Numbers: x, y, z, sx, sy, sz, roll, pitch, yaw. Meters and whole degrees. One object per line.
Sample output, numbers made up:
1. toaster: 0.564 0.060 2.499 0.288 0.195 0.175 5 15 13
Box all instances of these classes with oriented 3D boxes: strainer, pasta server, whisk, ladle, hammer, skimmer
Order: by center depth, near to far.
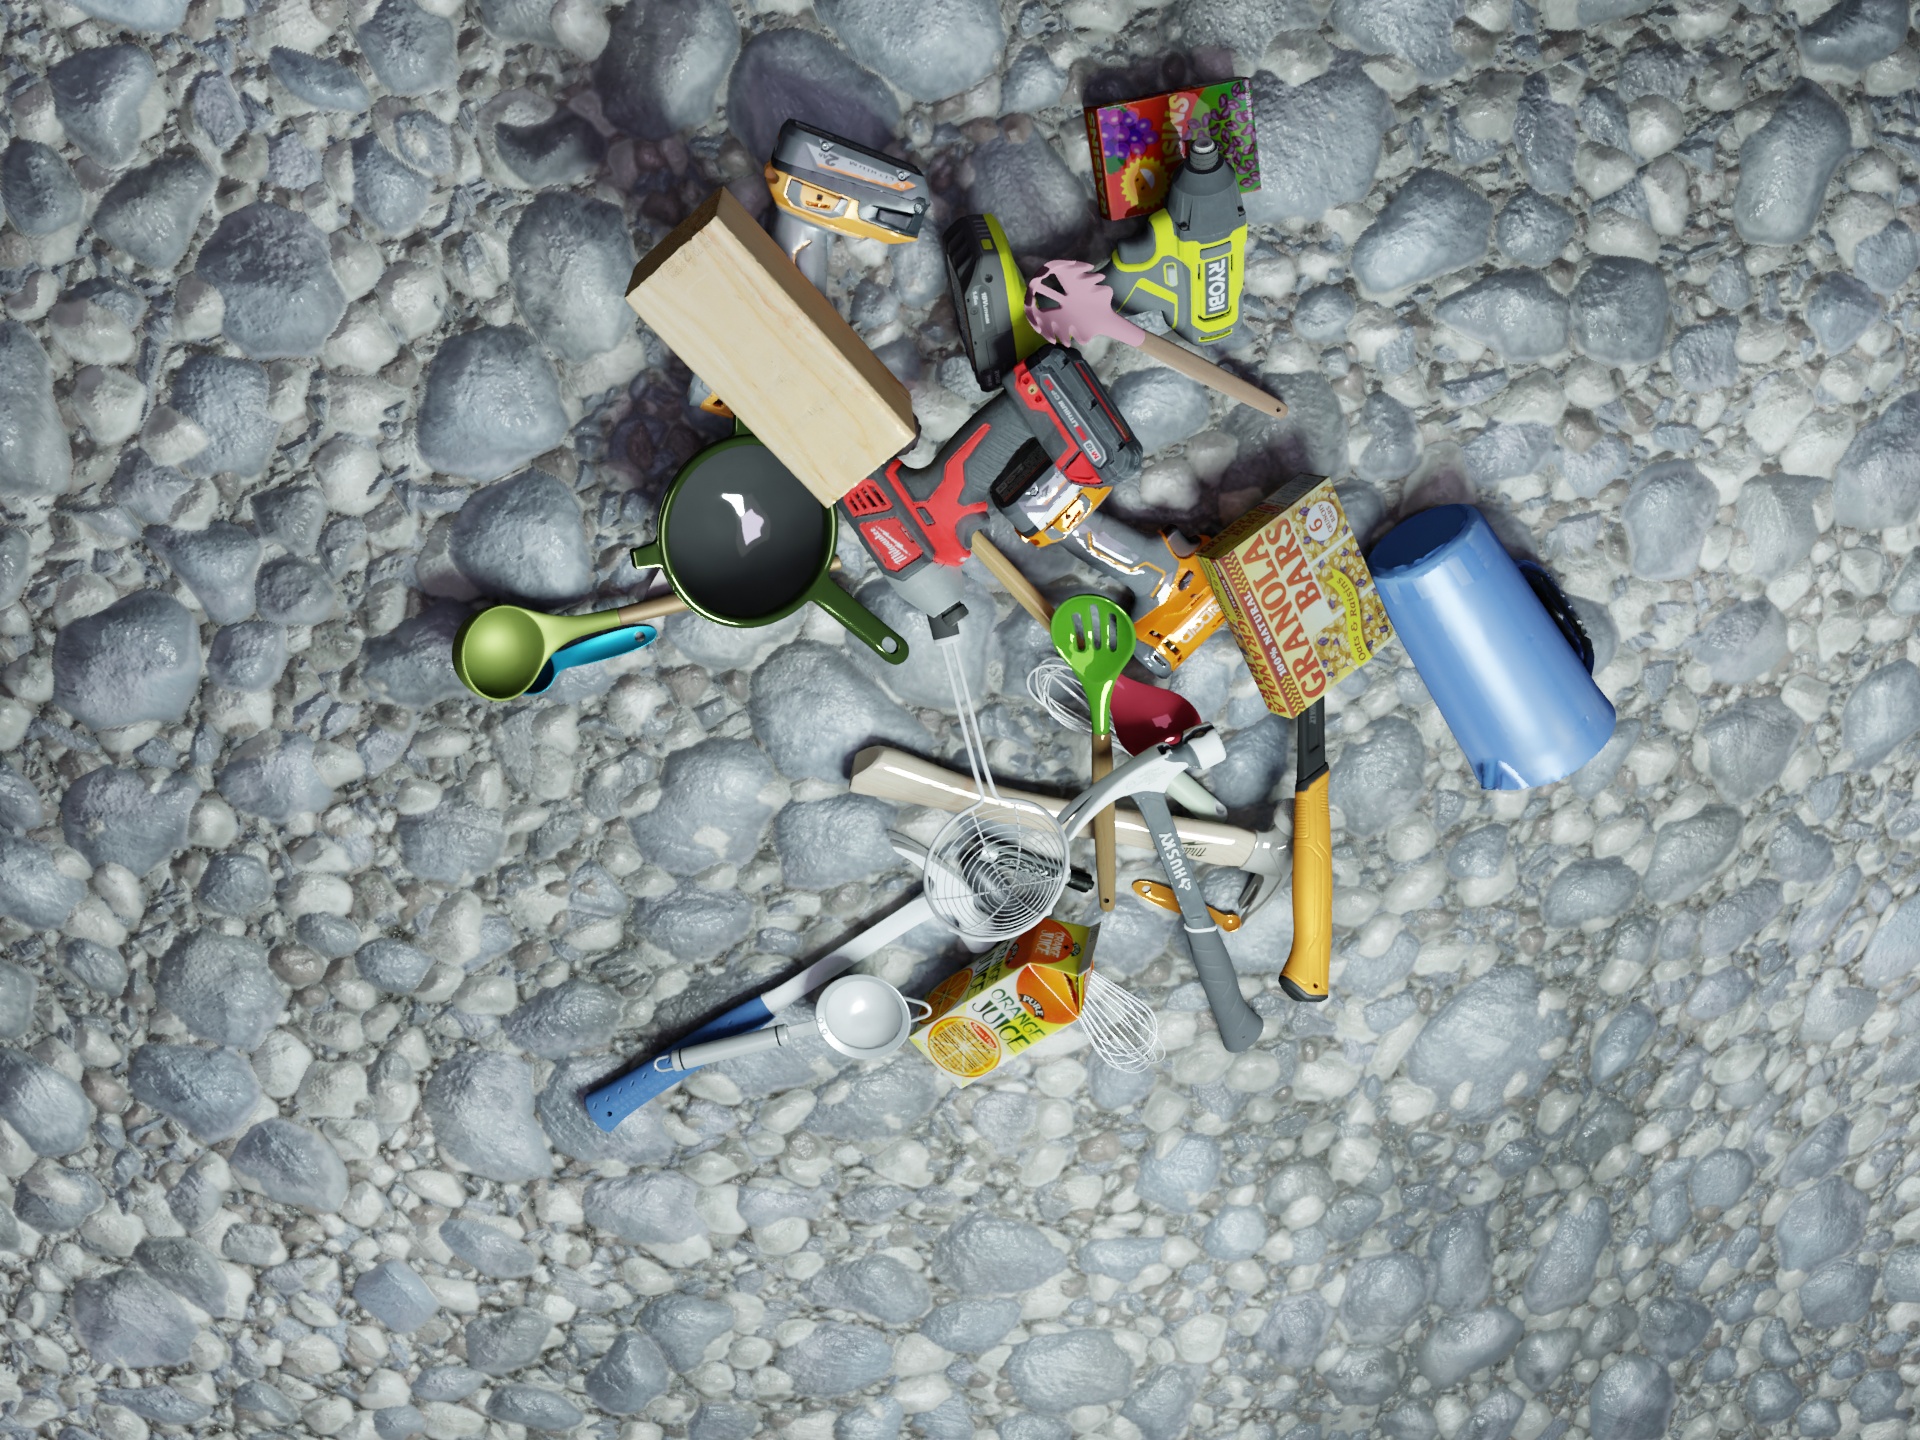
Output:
1. pasta server: 0.159 -0.283 1.225 0.316 0.040 0.060 14 111 -42
2. strainer: -0.142 -0.124 1.278 0.256 0.069 0.151 39 82 -34
3. ladle: -0.249 -0.087 1.286 0.320 0.062 0.078 -15 116 -10
4. skimmer: -0.002 -0.004 1.300 0.127 0.090 0.363 -12 97 16
5. ladle: 0.086 -0.076 1.334 0.069 0.031 0.315 -42 97 18
6. hammer: 0.312 0.075 1.382 0.127 0.034 0.337 5 82 -12
7. whisk: 0.153 0.024 1.416 0.246 0.058 0.059 39 136 -24
8. hammer: 0.101 0.094 1.426 0.410 0.038 0.146 12 131 -9
9. hammer: 0.206 0.175 1.426 0.149 0.036 0.408 -25 130 0
10. strainer: -0.152 0.278 1.427 0.258 0.050 0.086 -14 108 2
11. hammer: -0.170 0.250 1.454 0.405 0.035 0.144 -33 113 4
12. whisk: 0.094 0.227 1.481 0.070 0.070 0.284 -39 107 7

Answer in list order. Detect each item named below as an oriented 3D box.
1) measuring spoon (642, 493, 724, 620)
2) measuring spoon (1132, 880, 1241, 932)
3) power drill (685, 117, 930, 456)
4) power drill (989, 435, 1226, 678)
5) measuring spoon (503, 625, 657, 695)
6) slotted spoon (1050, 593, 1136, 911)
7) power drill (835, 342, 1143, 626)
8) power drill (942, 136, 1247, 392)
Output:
1. measuring spoon: -0.232 -0.135 1.303 0.034 0.018 0.124 21 114 -29
2. measuring spoon: 0.213 0.173 1.502 0.117 0.011 0.021 22 111 -13
3. power drill: -0.092 -0.318 1.217 0.185 0.084 0.226 16 113 -15
4. power drill: 0.153 -0.159 1.321 0.164 0.084 0.226 -45 116 9
5. measuring spoon: -0.314 -0.055 1.321 0.128 0.021 0.042 -18 95 -12
6. slotted spoon: 0.118 0.031 1.345 0.070 0.031 0.313 2 119 14
7. power drill: 0.023 -0.177 1.216 0.219 0.078 0.143 -32 93 19
8. power drill: 0.106 -0.345 1.211 0.223 0.080 0.171 -16 144 -2
